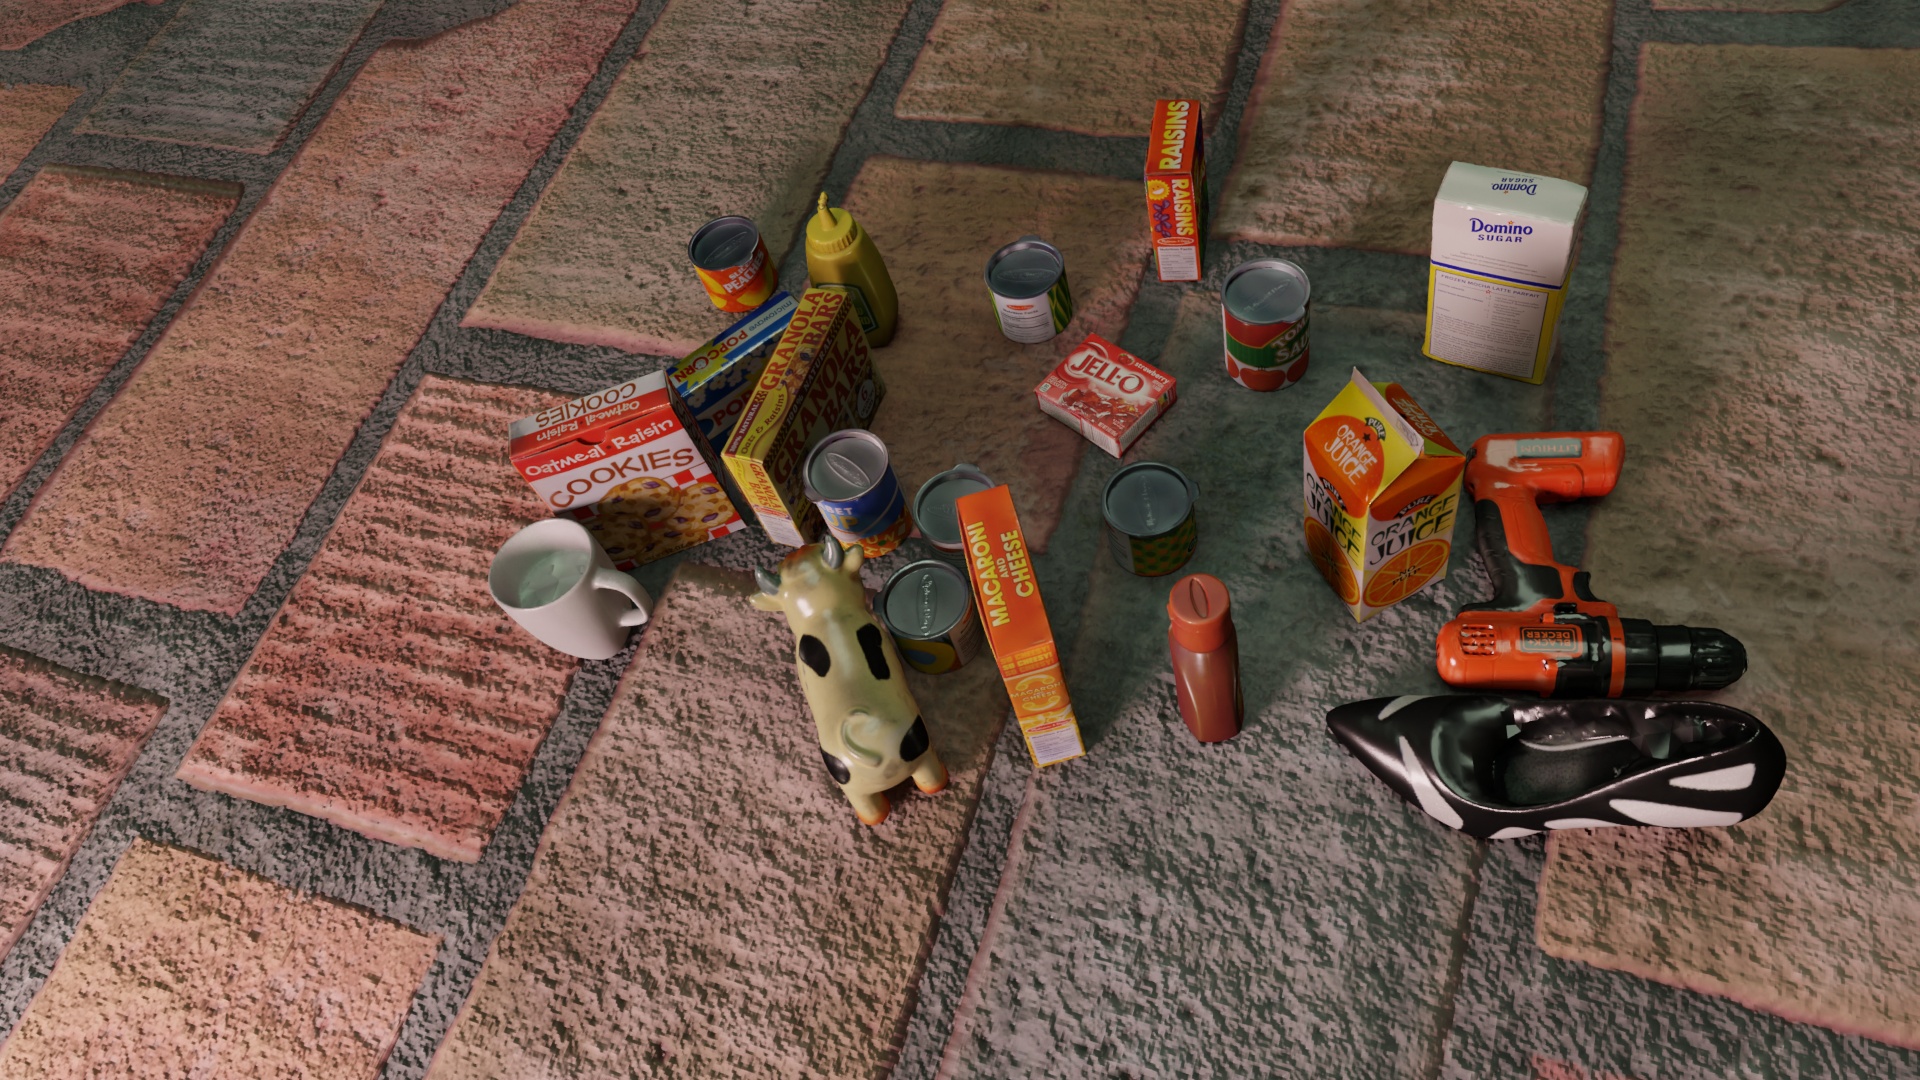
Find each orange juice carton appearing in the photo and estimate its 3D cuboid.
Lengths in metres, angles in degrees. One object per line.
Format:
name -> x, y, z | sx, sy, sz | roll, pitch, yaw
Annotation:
orange juice carton -> 0.275, -0.032, 0.909 | 0.073, 0.191, 0.072 | -27, 56, -4

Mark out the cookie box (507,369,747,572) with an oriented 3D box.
cookie box -> -0.249, -0.047, 1.058 | 0.123, 0.166, 0.040 | -20, 56, 0

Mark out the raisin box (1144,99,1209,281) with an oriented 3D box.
raisin box -> 0.178, -0.286, 1.139 | 0.040, 0.123, 0.086 | 3, 59, 15

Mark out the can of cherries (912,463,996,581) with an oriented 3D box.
can of cherries -> 0.004, -0.013, 1.042 | 0.071, 0.058, 0.072 | -6, 57, 10

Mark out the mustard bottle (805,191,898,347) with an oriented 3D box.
mustard bottle -> -0.096, -0.224, 1.141 | 0.065, 0.159, 0.049 | 4, 59, 16

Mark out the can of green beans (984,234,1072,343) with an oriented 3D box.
can of green beans -> 0.058, -0.207, 1.156 | 0.071, 0.057, 0.071 | -6, 57, 10

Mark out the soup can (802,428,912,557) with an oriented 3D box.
soup can -> -0.079, -0.033, 1.059 | 0.071, 0.083, 0.072 | -6, 57, 10

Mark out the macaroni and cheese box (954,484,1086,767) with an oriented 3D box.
macaroni and cheese box -> 0.041, 0.060, 0.920 | 0.040, 0.165, 0.124 | -17, 56, 3

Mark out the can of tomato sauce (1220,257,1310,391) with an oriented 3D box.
can of tomato sauce -> 0.237, -0.164, 1.070 | 0.071, 0.082, 0.071 | -6, 57, 10

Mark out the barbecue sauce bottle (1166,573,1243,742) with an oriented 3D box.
barbecue sauce bottle -> 0.158, 0.073, 0.895 | 0.044, 0.148, 0.065 | -12, 56, 6

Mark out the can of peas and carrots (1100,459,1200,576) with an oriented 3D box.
can of peas and carrots -> 0.141, -0.016, 1.012 | 0.071, 0.058, 0.071 | -6, 57, 10

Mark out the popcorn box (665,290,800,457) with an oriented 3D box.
popcorn box -> -0.172, -0.137, 1.148 | 0.127, 0.085, 0.038 | -36, 57, -11

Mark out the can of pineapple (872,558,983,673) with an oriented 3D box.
can of pineapple -> -0.022, 0.055, 1.004 | 0.071, 0.057, 0.071 | -6, 57, 10

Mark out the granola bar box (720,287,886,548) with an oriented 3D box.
granola bar box -> -0.119, -0.094, 1.084 | 0.039, 0.123, 0.166 | 11, 61, 20

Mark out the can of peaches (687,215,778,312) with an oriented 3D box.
can of peaches -> -0.201, -0.245, 1.242 | 0.071, 0.057, 0.071 | -6, 57, 10
